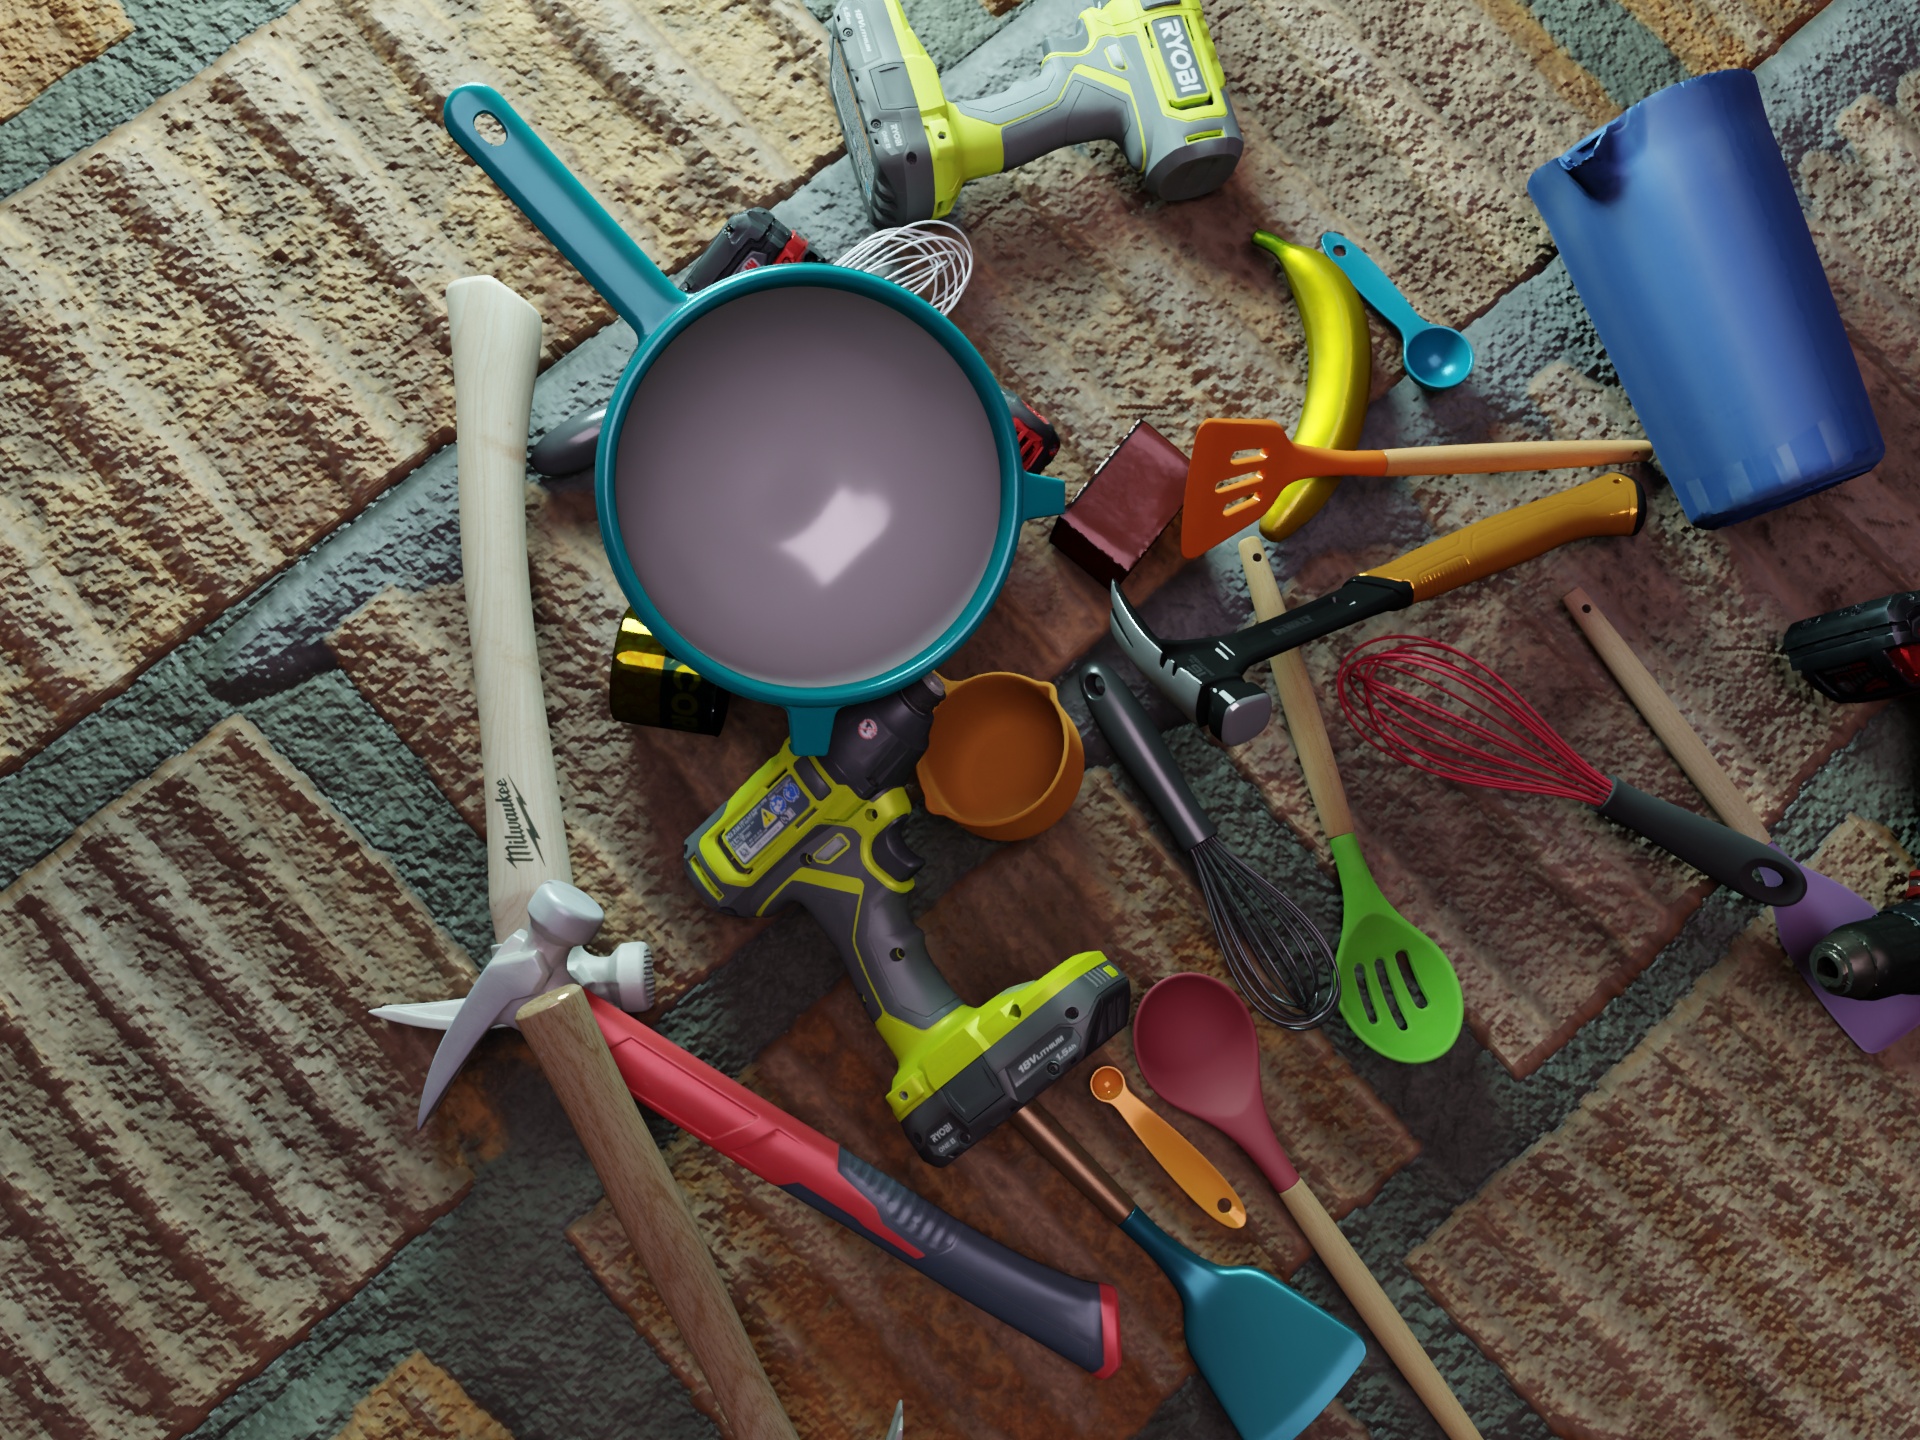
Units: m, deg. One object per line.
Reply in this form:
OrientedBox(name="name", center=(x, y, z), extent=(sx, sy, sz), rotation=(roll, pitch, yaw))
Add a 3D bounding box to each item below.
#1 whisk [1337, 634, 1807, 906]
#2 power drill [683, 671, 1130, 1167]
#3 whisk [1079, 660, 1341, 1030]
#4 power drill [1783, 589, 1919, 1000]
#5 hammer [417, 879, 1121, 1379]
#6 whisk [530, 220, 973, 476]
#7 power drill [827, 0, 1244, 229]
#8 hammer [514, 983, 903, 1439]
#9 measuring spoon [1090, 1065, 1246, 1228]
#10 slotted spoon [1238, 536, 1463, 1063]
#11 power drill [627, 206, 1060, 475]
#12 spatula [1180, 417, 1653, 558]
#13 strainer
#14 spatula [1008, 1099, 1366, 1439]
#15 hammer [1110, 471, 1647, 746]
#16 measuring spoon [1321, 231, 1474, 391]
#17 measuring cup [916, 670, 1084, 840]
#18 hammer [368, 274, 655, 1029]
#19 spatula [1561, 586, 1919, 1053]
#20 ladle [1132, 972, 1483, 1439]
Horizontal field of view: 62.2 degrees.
OrientedBox(name="whisk", center=(0.347, 0.033, 0.903), extent=(0.296, 0.073, 0.073), rotation=(27, 79, -2))
OrientedBox(name="power drill", center=(-0.023, 0.098, 0.821), extent=(0.171, 0.080, 0.223), rotation=(-42, 77, 19))
OrientedBox(name="whisk", center=(0.136, 0.066, 0.891), extent=(0.055, 0.055, 0.239), rotation=(-30, 79, -9))
OrientedBox(name="power drill", center=(0.543, 0.043, 0.898), extent=(0.188, 0.080, 0.227), rotation=(-9, 83, -17))
OrientedBox(name="hammer", center=(-0.088, 0.244, 0.827), extent=(0.386, 0.038, 0.143), rotation=(33, 95, -4))
OrientedBox(name="whisk", center=(-0.119, -0.210, 0.923), extent=(0.284, 0.070, 0.070), rotation=(-28, 82, -4))
OrientedBox(name="power drill", center=(0.041, -0.396, 0.957), extent=(0.228, 0.080, 0.191), rotation=(-15, 81, -9))
OrientedBox(name="hammer", center=(-0.132, 0.284, 0.794), extent=(0.130, 0.031, 0.331), rotation=(-25, 95, -2))
OrientedBox(name="measuring spoon", center=(0.114, 0.235, 0.876), extent=(0.021, 0.011, 0.117), rotation=(-44, 89, -11))
OrientedBox(name="slotted spoon", center=(0.212, 0.041, 0.911), extent=(0.070, 0.031, 0.314), rotation=(-14, 79, -7))
OrientedBox(name="power drill", center=(-0.067, -0.166, 0.878), extent=(0.219, 0.079, 0.143), rotation=(36, 99, -17))
OrientedBox(name="spatula", center=(0.268, -0.146, 0.918), extent=(0.322, 0.041, 0.081), rotation=(-5, 120, -17))
OrientedBox(name="strainer", center=(-0.123, -0.159, 0.779), extent=(0.211, 0.095, 0.340), rotation=(-46, 107, -10))
OrientedBox(name="spatula", center=(0.072, 0.247, 0.852), extent=(0.317, 0.044, 0.082), rotation=(44, 89, 6))
OrientedBox(name="hammer", center=(0.250, -0.083, 0.903), extent=(0.337, 0.034, 0.127), rotation=(-21, 43, -20))
OrientedBox(name="measuring spoon", center=(0.264, -0.250, 0.978), extent=(0.042, 0.021, 0.129), rotation=(-34, 74, -9))
OrientedBox(name="measuring cup", center=(-0.001, -0.003, 0.897), extent=(0.095, 0.052, 0.174), rotation=(-46, 60, 0))
OrientedBox(name="hammer", center=(-0.259, -0.039, 0.870), extent=(0.146, 0.038, 0.411), rotation=(-6, 84, -4))
OrientedBox(name="spatula", center=(0.453, 0.051, 0.929), extent=(0.060, 0.018, 0.316), rotation=(-35, 84, -1))
OrientedBox(name="ladle", center=(0.195, 0.274, 0.865), extent=(0.069, 0.031, 0.315), rotation=(-34, 85, -7))
